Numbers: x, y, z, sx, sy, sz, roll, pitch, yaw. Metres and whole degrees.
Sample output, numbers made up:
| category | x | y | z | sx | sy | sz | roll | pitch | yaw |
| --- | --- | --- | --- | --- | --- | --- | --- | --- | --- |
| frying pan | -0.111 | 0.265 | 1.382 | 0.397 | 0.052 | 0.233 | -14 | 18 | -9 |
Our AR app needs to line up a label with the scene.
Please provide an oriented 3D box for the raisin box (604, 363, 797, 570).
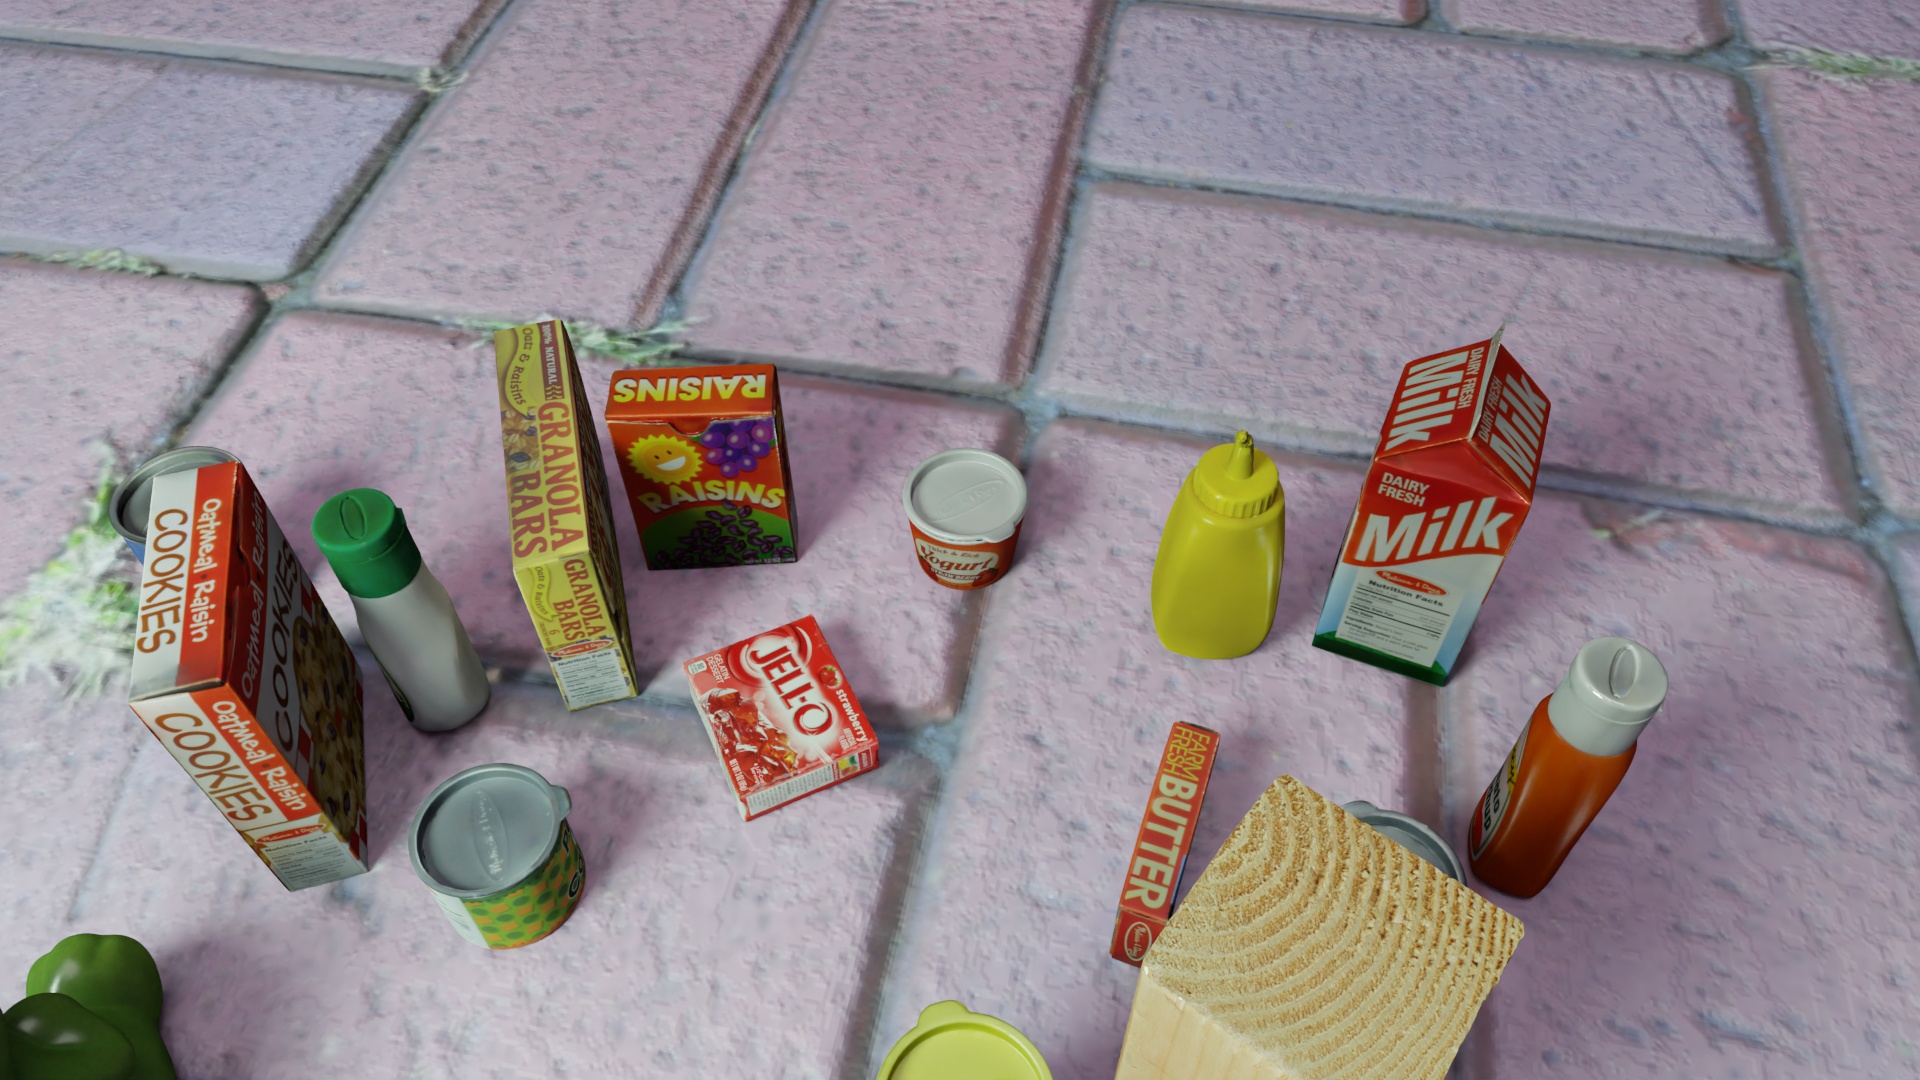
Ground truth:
| category | x | y | z | sx | sy | sz | roll | pitch | yaw |
| --- | --- | --- | --- | --- | --- | --- | --- | --- | --- |
| raisin box | -0.135 | -0.037 | 0.743 | 0.086 | 0.122 | 0.040 | -2 | 51 | -2 |

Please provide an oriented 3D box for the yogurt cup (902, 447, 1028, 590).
| category | x | y | z | sx | sy | sz | roll | pitch | yaw |
| --- | --- | --- | --- | --- | --- | --- | --- | --- | --- |
| yogurt cup | 0.003 | -0.010 | 0.766 | 0.072 | 0.053 | 0.073 | 0 | 50 | 0 |

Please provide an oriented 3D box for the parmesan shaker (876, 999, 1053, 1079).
| category | x | y | z | sx | sy | sz | roll | pitch | yaw |
| --- | --- | --- | --- | --- | --- | --- | --- | --- | --- |
| parmesan shaker | 0.001 | 0.231 | 0.535 | 0.071 | 0.102 | 0.072 | 0 | 51 | 0 |

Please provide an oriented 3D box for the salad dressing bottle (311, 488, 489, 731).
| category | x | y | z | sx | sy | sz | roll | pitch | yaw |
| --- | --- | --- | --- | --- | --- | --- | --- | --- | --- |
| salad dressing bottle | -0.267 | 0.035 | 0.667 | 0.044 | 0.146 | 0.064 | -21 | 54 | -17 |

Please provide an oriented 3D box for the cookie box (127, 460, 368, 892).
| category | x | y | z | sx | sy | sz | roll | pitch | yaw |
| --- | --- | --- | --- | --- | --- | --- | --- | --- | --- |
| cookie box | -0.315 | 0.064 | 0.630 | 0.040 | 0.166 | 0.123 | -13 | 52 | -10 |

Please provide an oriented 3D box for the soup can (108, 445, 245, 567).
| category | x | y | z | sx | sy | sz | roll | pitch | yaw |
| --- | --- | --- | --- | --- | --- | --- | --- | --- | --- |
| soup can | -0.394 | 0.004 | 0.733 | 0.071 | 0.083 | 0.072 | 0 | 50 | 0 |

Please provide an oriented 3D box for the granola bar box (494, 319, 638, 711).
| category | x | y | z | sx | sy | sz | roll | pitch | yaw |
| --- | --- | --- | --- | --- | --- | --- | --- | --- | --- |
| granola bar box | -0.205 | -0.014 | 0.723 | 0.039 | 0.123 | 0.166 | -12 | 51 | -10 |

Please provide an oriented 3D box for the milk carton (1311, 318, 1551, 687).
| category | x | y | z | sx | sy | sz | roll | pitch | yaw |
| --- | --- | --- | --- | --- | --- | --- | --- | --- | --- |
| milk carton | 0.235 | -0.017 | 0.686 | 0.073 | 0.189 | 0.073 | 18 | 53 | 14 |

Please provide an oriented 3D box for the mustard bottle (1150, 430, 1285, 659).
| category | x | y | z | sx | sy | sz | roll | pitch | yaw |
| --- | --- | --- | --- | --- | --- | --- | --- | --- | --- |
| mustard bottle | 0.133 | -0.002 | 0.692 | 0.065 | 0.159 | 0.049 | 4 | 51 | 3 |

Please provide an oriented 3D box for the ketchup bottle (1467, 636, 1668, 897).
| category | x | y | z | sx | sy | sz | roll | pitch | yaw |
| --- | --- | --- | --- | --- | --- | --- | --- | --- | --- |
| ketchup bottle | 0.268 | 0.099 | 0.616 | 0.043 | 0.148 | 0.065 | 20 | 53 | 16 |

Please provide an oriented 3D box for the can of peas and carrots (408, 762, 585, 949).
| category | x | y | z | sx | sy | sz | roll | pitch | yaw |
| --- | --- | --- | --- | --- | --- | --- | --- | --- | --- |
| can of peas and carrots | -0.208 | 0.144 | 0.635 | 0.071 | 0.058 | 0.071 | 0 | 50 | 0 |

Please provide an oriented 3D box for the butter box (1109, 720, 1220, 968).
| category | x | y | z | sx | sy | sz | roll | pitch | yaw |
| --- | --- | --- | --- | --- | --- | --- | --- | --- | --- |
| butter box | 0.095 | 0.140 | 0.643 | 0.024 | 0.052 | 0.104 | 15 | 52 | 12 |

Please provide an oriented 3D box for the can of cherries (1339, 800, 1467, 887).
| category | x | y | z | sx | sy | sz | roll | pitch | yaw |
| --- | --- | --- | --- | --- | --- | --- | --- | --- | --- |
| can of cherries | 0.185 | 0.161 | 0.623 | 0.071 | 0.058 | 0.072 | 0 | 50 | 0 |
